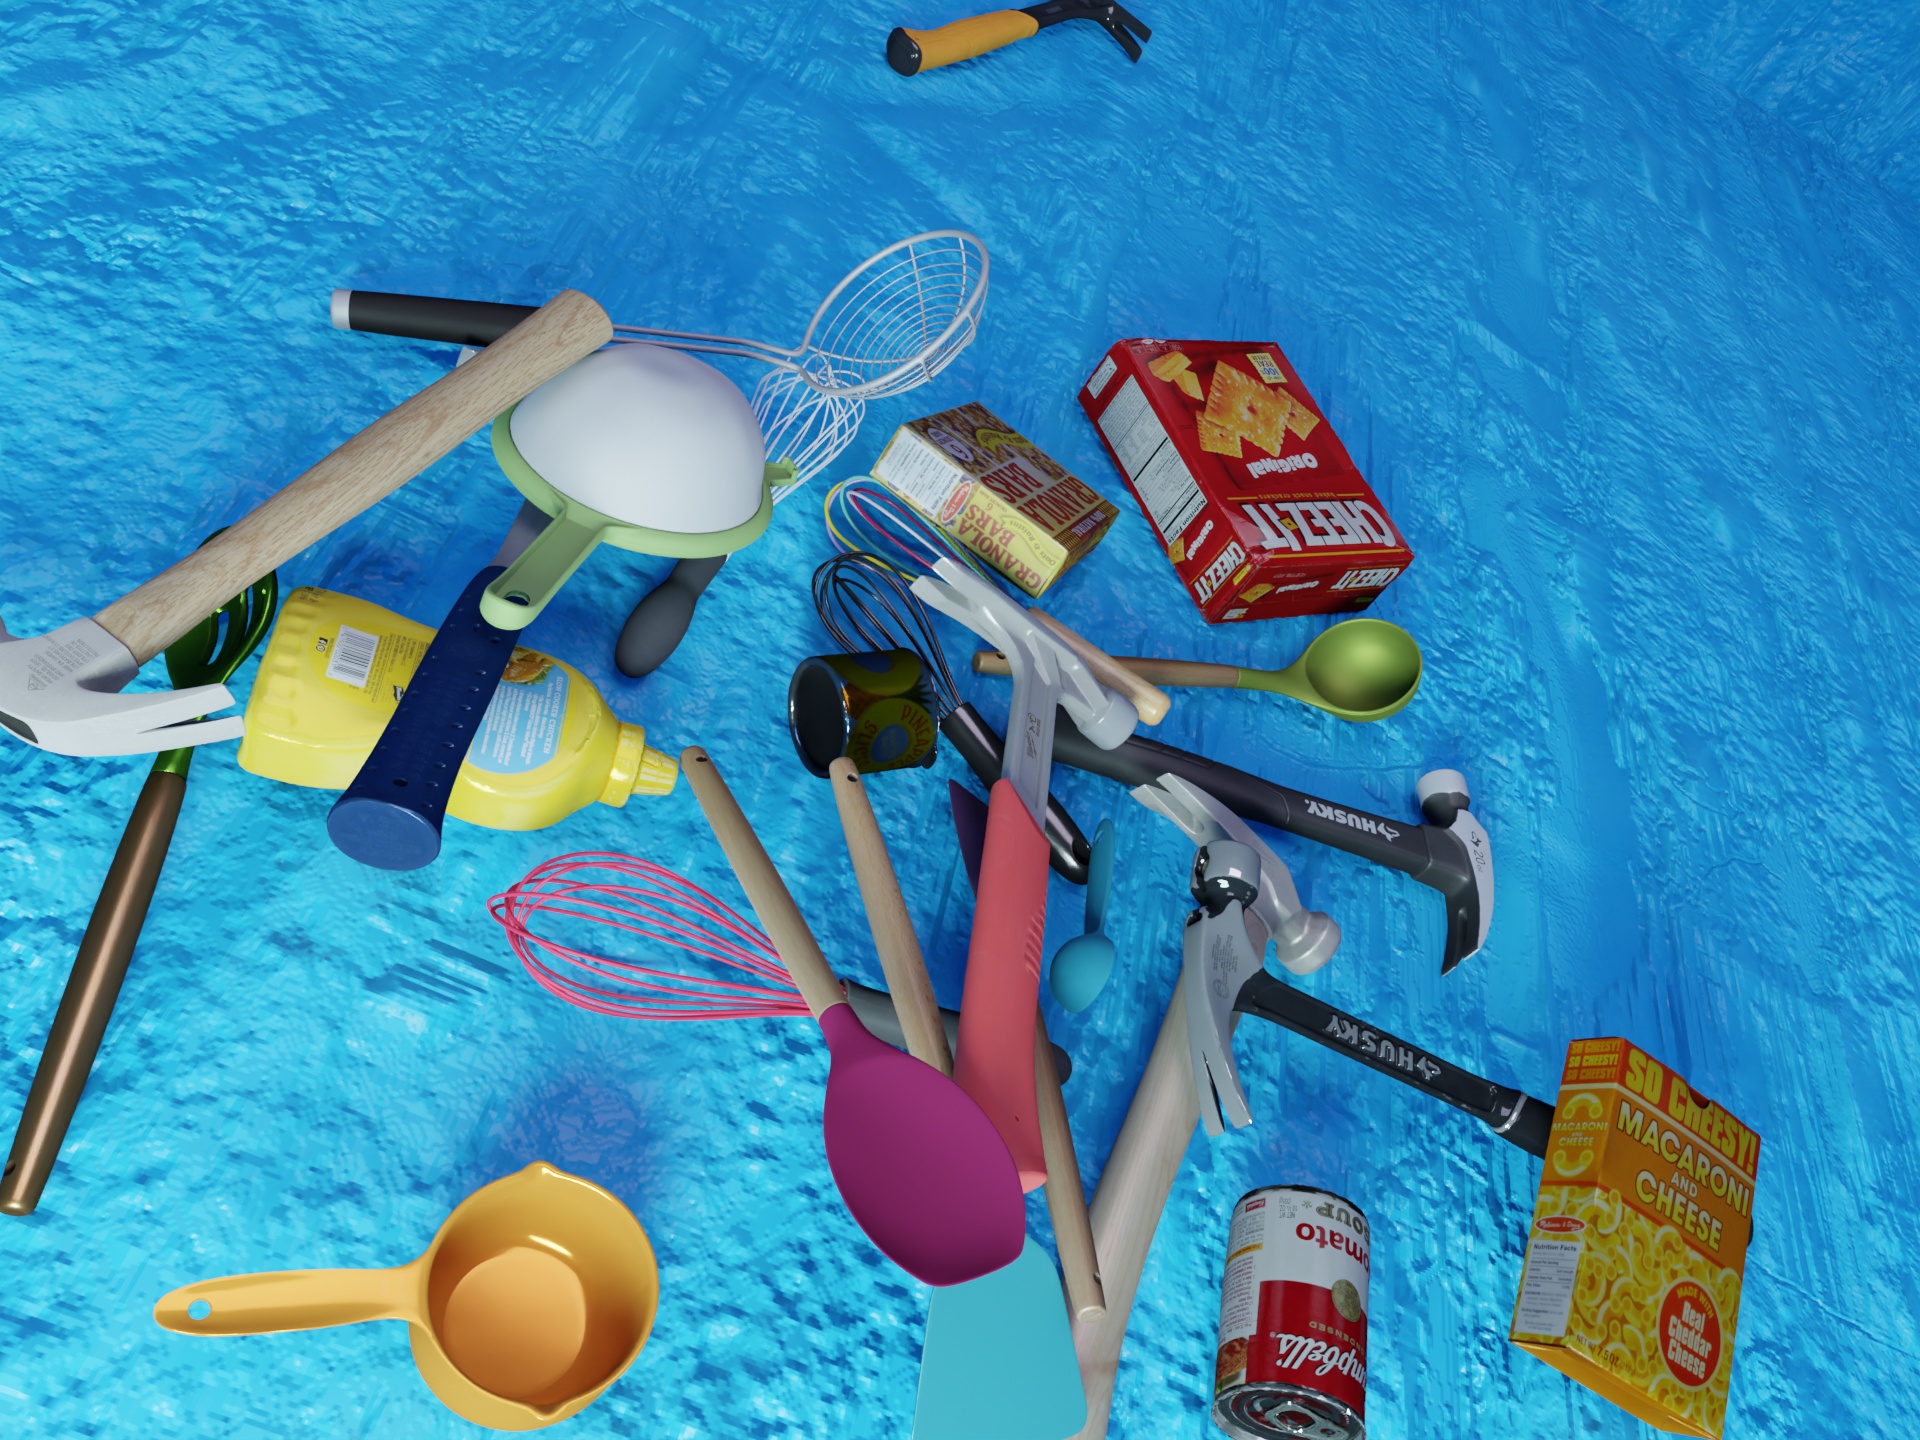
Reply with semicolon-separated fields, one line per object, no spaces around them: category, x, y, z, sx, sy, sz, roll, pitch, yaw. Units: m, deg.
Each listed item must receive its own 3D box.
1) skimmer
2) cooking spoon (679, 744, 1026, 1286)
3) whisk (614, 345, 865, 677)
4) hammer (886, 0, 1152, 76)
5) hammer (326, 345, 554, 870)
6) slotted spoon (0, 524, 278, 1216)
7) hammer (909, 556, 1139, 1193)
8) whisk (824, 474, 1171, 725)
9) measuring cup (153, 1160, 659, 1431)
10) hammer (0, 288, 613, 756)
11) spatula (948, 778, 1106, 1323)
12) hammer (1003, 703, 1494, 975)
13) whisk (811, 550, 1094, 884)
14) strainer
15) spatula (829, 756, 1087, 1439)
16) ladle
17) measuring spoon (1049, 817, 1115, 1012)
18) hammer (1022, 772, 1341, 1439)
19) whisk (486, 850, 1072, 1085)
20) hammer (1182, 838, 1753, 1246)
skimmer;-0.168;-0.242;0.900;0.363;0.090;0.127;3;48;-9
cooking spoon;-0.063;0.108;0.677;0.068;0.017;0.319;-11;41;-25
whisk;-0.128;-0.123;0.916;0.070;0.070;0.285;30;50;-5
hammer;0.048;-0.626;1.447;0.127;0.034;0.337;42;45;8
hammer;-0.221;-0.073;0.766;0.144;0.035;0.406;21;32;-13
slotted spoon;-0.337;0.047;0.658;0.031;0.070;0.314;46;35;-46
hammer;0.019;0.066;0.756;0.149;0.036;0.359;36;35;-20
whisk;0.022;-0.075;0.950;0.245;0.051;0.047;35;36;9
measuring cup;-0.202;0.219;0.588;0.173;0.052;0.095;5;52;-25
hammer;-0.282;-0.102;0.717;0.130;0.031;0.331;32;57;19
spatula;0.032;0.142;0.763;0.059;0.018;0.316;40;23;-33
hammer;0.181;0.052;0.964;0.334;0.035;0.146;18;47;-17
whisk;-0.001;-0.003;0.898;0.055;0.055;0.239;-31;78;-43
strainer;-0.169;-0.128;0.781;0.151;0.069;0.256;25;32;-4
spatula;-0.018;0.154;0.702;0.082;0.044;0.318;1;53;-29
ladle;0.157;-0.037;1.011;0.320;0.062;0.078;2;49;-26
measuring spoon;0.064;0.095;0.830;0.021;0.042;0.129;30;41;-16
hammer;0.085;0.201;0.766;0.146;0.038;0.411;44;45;-13
whisk;-0.074;0.125;0.737;0.295;0.073;0.073;21;46;-22
hammer;0.283;0.209;0.858;0.408;0.036;0.149;27;52;-20
